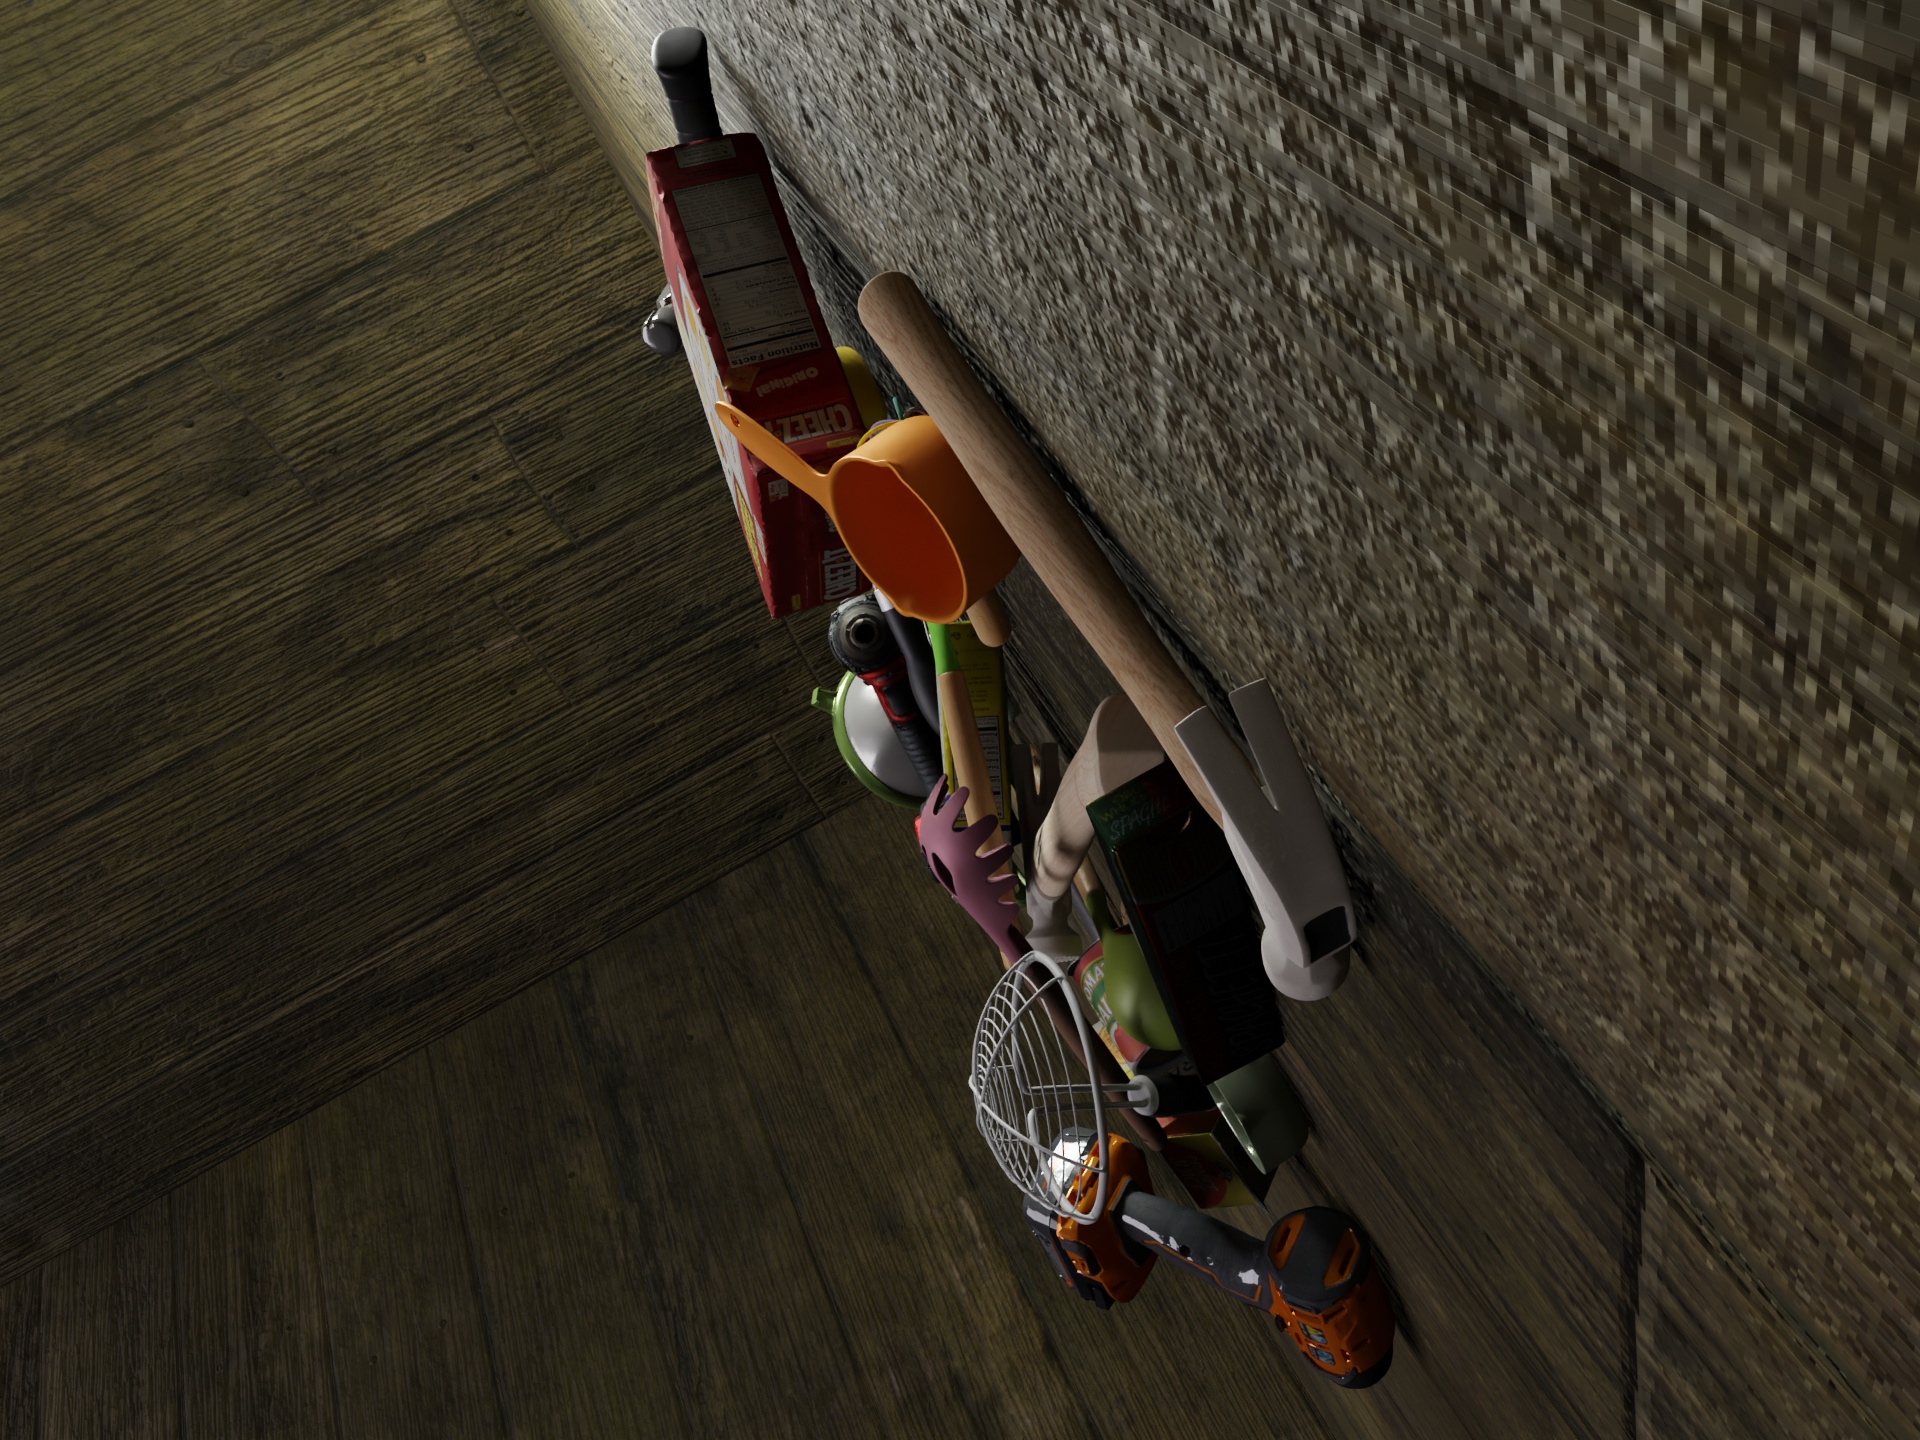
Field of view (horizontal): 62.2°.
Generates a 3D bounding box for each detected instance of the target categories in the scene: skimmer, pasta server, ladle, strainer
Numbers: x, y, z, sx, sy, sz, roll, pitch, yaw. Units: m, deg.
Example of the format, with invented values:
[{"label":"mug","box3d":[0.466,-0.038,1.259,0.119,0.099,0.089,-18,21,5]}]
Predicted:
[{"label":"skimmer","box3d":[0.103,0.199,0.864,0.363,0.090,0.127,23,-130,-60]},{"label":"pasta server","box3d":[0.057,0.154,0.926,0.060,0.040,0.316,31,159,55]},{"label":"ladle","box3d":[0.096,0.103,1.084,0.320,0.062,0.078,-112,17,-56]},{"label":"strainer","box3d":[-0.001,0.040,1.347,0.256,0.151,0.069,58,145,8]}]

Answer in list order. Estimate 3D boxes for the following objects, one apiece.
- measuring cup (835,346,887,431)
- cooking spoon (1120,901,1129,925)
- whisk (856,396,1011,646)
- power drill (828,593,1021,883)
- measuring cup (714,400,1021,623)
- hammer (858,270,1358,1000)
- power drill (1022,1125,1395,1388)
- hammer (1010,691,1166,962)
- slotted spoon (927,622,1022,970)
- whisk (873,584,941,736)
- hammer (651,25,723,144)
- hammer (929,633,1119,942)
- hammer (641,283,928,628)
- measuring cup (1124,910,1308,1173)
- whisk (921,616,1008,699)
[{"label":"measuring cup","box3d":[-0.051,-0.173,1.008,0.062,0.029,0.156,58,178,39]},{"label":"cooking spoon","box3d":[0.143,0.191,1.226,0.318,0.017,0.069,68,176,-63]},{"label":"whisk","box3d":[-0.007,-0.098,0.858,0.051,0.047,0.244,57,179,25]},{"label":"power drill","box3d":[-0.035,0.006,1.222,0.226,0.080,0.188,63,179,-3]},{"label":"measuring cup","box3d":[-0.042,-0.116,0.735,0.174,0.052,0.095,38,152,28]},{"label":"hammer","box3d":[0.043,-0.055,0.583,0.332,0.031,0.130,59,176,29]},{"label":"power drill","box3d":[0.167,0.353,1.019,0.227,0.084,0.164,9,139,36]},{"label":"hammer","box3d":[0.062,0.042,0.865,0.410,0.038,0.146,99,166,-76]},{"label":"slotted spoon","box3d":[-0.002,-0.003,0.967,0.070,0.031,0.314,-29,71,56]},{"label":"whisk","box3d":[-0.060,-0.115,1.089,0.070,0.070,0.284,-148,34,-82]},{"label":"hammer","box3d":[-0.151,-0.296,1.032,0.408,0.036,0.149,91,179,-74]},{"label":"hammer","box3d":[0.060,0.067,1.288,0.331,0.033,0.128,61,176,-14]},{"label":"hammer","box3d":[-0.122,-0.215,1.307,0.358,0.037,0.149,54,-145,-27]},{"label":"measuring cup","box3d":[0.148,0.178,0.916,0.167,0.038,0.083,62,177,5]},{"label":"whisk","box3d":[-0.031,-0.102,1.132,0.246,0.058,0.059,65,171,-4]}]
